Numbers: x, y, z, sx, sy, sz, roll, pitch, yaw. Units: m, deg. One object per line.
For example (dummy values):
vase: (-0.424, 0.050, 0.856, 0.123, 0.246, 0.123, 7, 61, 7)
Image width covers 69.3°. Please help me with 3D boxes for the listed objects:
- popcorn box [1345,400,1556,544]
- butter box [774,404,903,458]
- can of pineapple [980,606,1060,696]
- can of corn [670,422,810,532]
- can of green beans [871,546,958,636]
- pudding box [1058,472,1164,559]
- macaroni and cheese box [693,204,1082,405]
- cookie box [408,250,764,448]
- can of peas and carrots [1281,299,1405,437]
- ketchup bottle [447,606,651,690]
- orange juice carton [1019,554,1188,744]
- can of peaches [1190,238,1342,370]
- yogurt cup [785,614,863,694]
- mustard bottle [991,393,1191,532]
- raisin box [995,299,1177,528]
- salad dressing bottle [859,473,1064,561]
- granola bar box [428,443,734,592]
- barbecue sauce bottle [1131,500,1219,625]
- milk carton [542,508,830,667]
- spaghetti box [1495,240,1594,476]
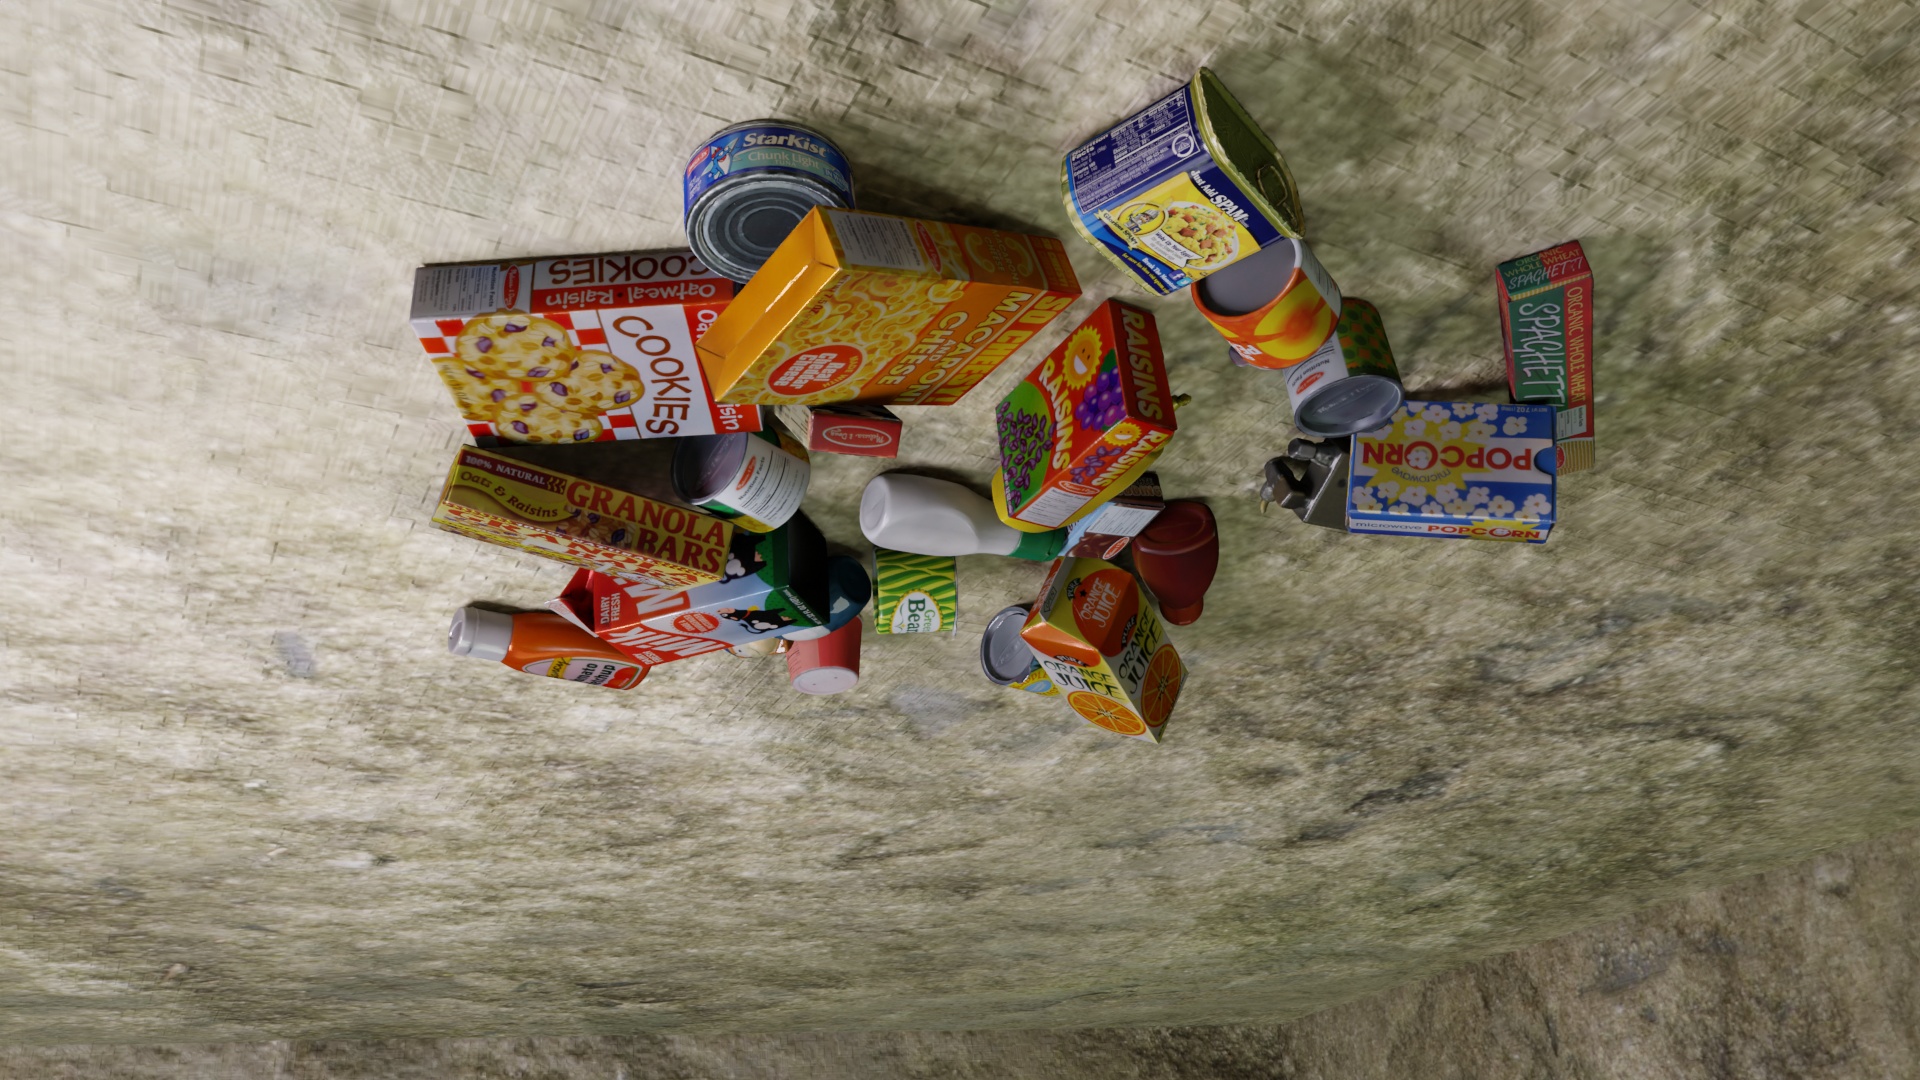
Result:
popcorn box: (0.320, -0.046, 0.910, 0.127, 0.085, 0.038, 4, 156, 16)
butter box: (-0.073, -0.072, 0.806, 0.053, 0.104, 0.024, 5, 105, -20)
can of pineapple: (0.060, 0.095, 1.159, 0.058, 0.071, 0.070, 19, 142, -39)
can of corn: (-0.138, -0.045, 0.866, 0.071, 0.071, 0.058, -25, 147, 29)
can of green beans: (-0.035, 0.036, 1.034, 0.058, 0.071, 0.071, -2, 151, -8)
pudding box: (0.105, -0.018, 1.004, 0.050, 0.030, 0.083, 5, 150, -23)
macaroni and cheese box: (-0.036, -0.118, 0.731, 0.167, 0.040, 0.123, -5, 157, -43)
cookie box: (-0.198, -0.104, 0.769, 0.167, 0.040, 0.122, -4, 151, -3)
can of peas and carrots: (0.231, -0.104, 0.845, 0.071, 0.059, 0.070, -6, 152, -3)
ketchup bottle: (-0.318, 0.082, 1.078, 0.149, 0.044, 0.064, 15, 145, -33)
orange juice carton: (0.109, 0.079, 1.092, 0.073, 0.072, 0.192, 10, 150, 35)
can of peaches: (0.166, -0.134, 0.765, 0.071, 0.071, 0.058, -23, 147, 27)
yogurt cup: (-0.111, 0.091, 1.130, 0.072, 0.054, 0.072, -5, 151, -3)
mustard bottle: (0.091, -0.058, 0.908, 0.065, 0.049, 0.159, 10, 147, -43)
raisin box: (0.073, -0.073, 0.836, 0.040, 0.086, 0.123, 13, 146, -29)
salad dressing bottle: (0.003, -0.012, 0.979, 0.148, 0.044, 0.064, 10, 145, -30)
granola bar box: (-0.237, -0.011, 0.865, 0.165, 0.039, 0.124, 17, 167, -22)
barbecue sauce bottle: (0.169, 0.022, 1.078, 0.065, 0.044, 0.148, -10, 152, 6)
milk carton: (-0.195, 0.036, 0.990, 0.190, 0.074, 0.072, -14, 151, 14)
spaghetti box: (0.383, -0.107, 0.903, 0.050, 0.029, 0.249, -16, 150, 17)
